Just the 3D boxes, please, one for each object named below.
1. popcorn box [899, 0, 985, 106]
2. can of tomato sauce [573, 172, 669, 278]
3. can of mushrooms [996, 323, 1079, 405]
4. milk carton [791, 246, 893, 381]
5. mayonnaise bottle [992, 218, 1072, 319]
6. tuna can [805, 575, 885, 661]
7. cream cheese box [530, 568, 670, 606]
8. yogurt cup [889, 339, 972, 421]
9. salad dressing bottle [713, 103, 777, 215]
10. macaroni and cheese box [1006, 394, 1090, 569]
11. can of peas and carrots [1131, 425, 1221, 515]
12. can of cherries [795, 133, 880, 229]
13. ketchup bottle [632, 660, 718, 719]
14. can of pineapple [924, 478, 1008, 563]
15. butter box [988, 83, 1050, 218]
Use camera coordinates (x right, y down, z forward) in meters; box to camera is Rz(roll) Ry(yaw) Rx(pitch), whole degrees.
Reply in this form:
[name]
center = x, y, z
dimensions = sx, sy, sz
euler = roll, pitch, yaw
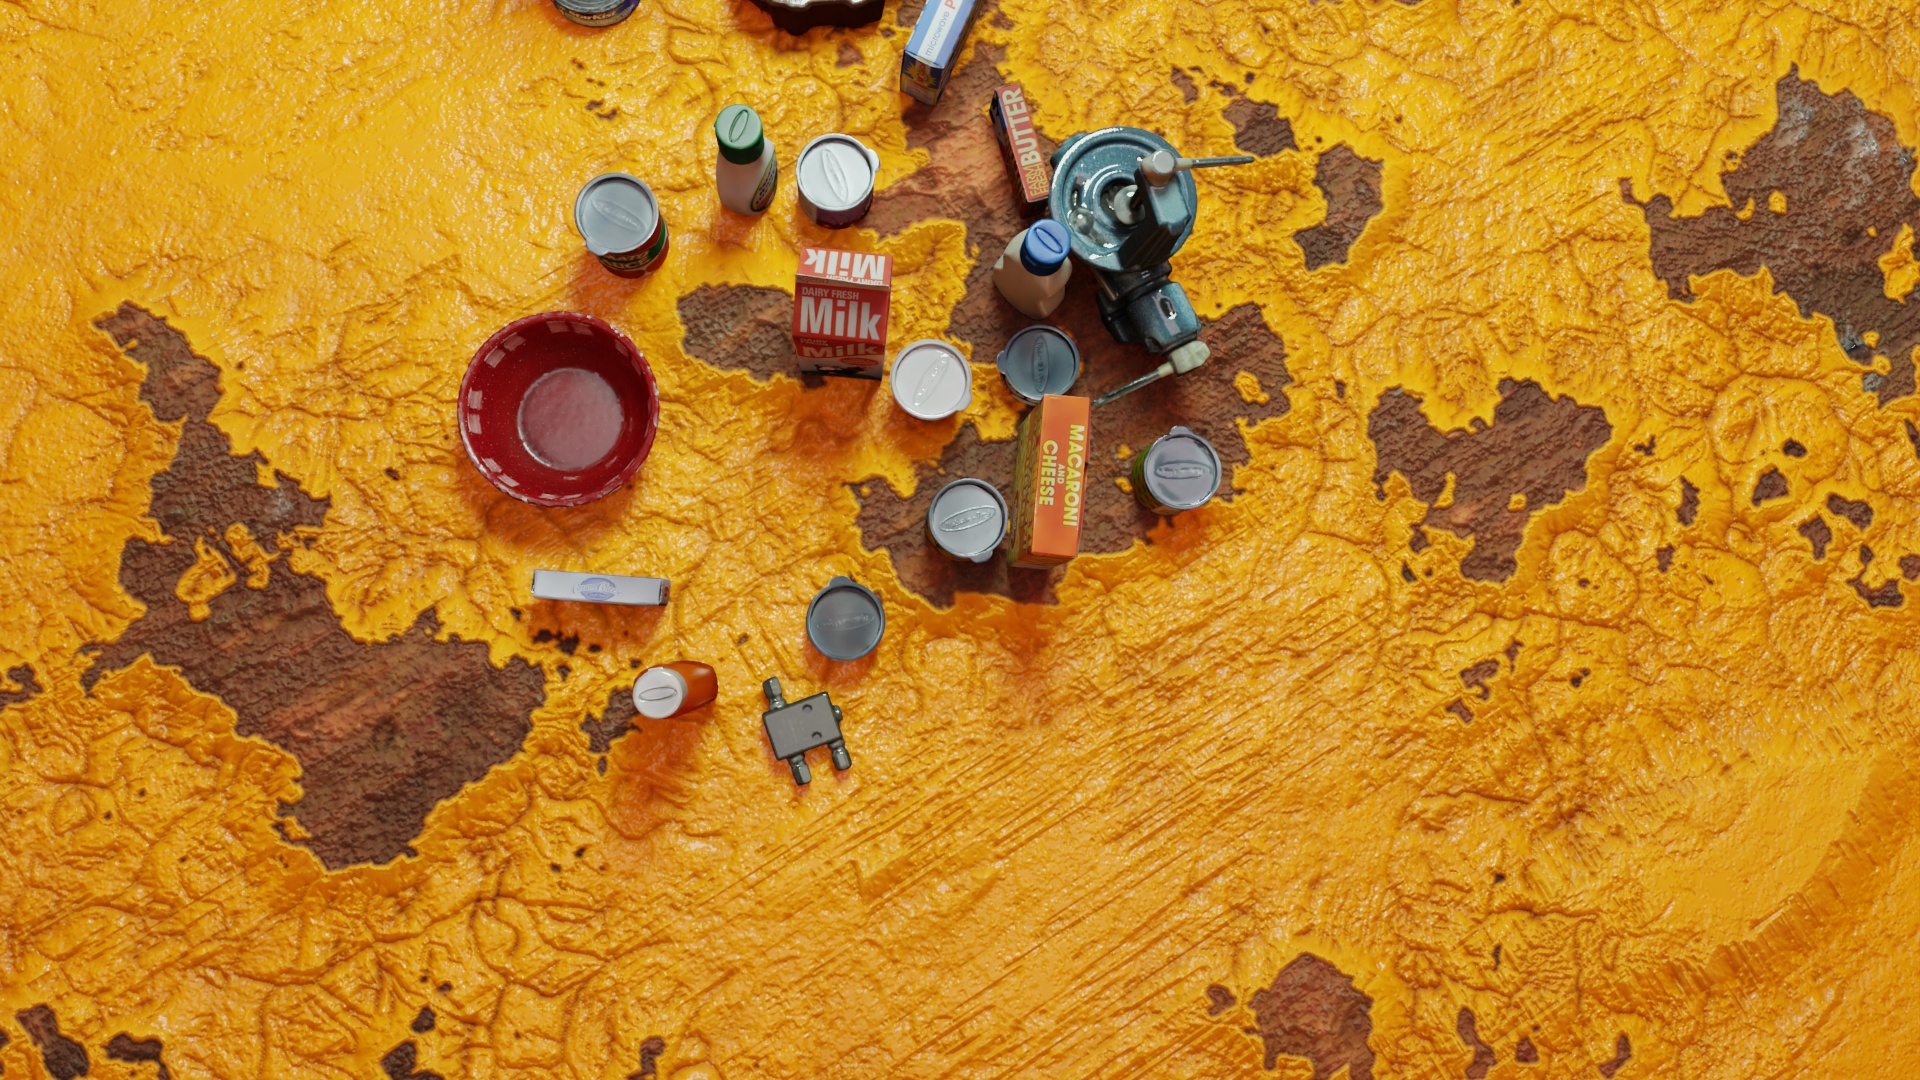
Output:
[popcorn box]
center = -0.010, -0.447, 1.185
dimensions = 0.038, 0.085, 0.127
euler = 24, 84, -2
[can of tomato sauce]
center = -0.278, -0.257, 1.148
dimensions = 0.071, 0.083, 0.071
euler = 0, 86, -5
[can of mushrooms]
center = 0.065, -0.150, 1.192
dimensions = 0.071, 0.033, 0.071
euler = 0, 85, -5
[milk carton]
center = -0.093, -0.182, 1.103
dimensions = 0.072, 0.190, 0.073
euler = 5, 85, -4
[mayonnaise bottle]
center = 0.063, -0.225, 1.141
dimensions = 0.065, 0.148, 0.041
euler = 43, 84, 0
[tuna can]
center = -0.096, 0.065, 1.161
dimensions = 0.071, 0.033, 0.071
euler = 0, 85, -5
[cream cheese box]
center = -0.293, 0.039, 1.137
dimensions = 0.104, 0.053, 0.024
euler = 4, 85, -4
[yogurt cup]
center = -0.026, -0.131, 1.173
dimensions = 0.072, 0.054, 0.072
euler = 0, 85, -5
[salad dressing bottle]
center = -0.175, -0.309, 1.128
dimensions = 0.044, 0.147, 0.064
euler = 24, 84, -3
[macaroni and cheese box]
center = 0.070, -0.043, 1.117
dimensions = 0.040, 0.166, 0.123
euler = 5, 85, -4
[can of peas and carrots]
center = 0.182, -0.059, 1.182
dimensions = 0.071, 0.058, 0.071
euler = 0, 85, -5
[can of cherries]
center = -0.103, -0.304, 1.179
dimensions = 0.071, 0.058, 0.071
euler = 0, 85, -5
[ketchup bottle]
center = -0.228, 0.117, 1.087
dimensions = 0.065, 0.148, 0.043
euler = -9, 87, -5
[can of pineapple]
center = 0.004, -0.015, 1.163
dimensions = 0.071, 0.058, 0.071
euler = 0, 85, -5
[butter box]
center = 0.052, -0.335, 1.197
dimensions = 0.024, 0.053, 0.103
euler = -16, 87, -6
